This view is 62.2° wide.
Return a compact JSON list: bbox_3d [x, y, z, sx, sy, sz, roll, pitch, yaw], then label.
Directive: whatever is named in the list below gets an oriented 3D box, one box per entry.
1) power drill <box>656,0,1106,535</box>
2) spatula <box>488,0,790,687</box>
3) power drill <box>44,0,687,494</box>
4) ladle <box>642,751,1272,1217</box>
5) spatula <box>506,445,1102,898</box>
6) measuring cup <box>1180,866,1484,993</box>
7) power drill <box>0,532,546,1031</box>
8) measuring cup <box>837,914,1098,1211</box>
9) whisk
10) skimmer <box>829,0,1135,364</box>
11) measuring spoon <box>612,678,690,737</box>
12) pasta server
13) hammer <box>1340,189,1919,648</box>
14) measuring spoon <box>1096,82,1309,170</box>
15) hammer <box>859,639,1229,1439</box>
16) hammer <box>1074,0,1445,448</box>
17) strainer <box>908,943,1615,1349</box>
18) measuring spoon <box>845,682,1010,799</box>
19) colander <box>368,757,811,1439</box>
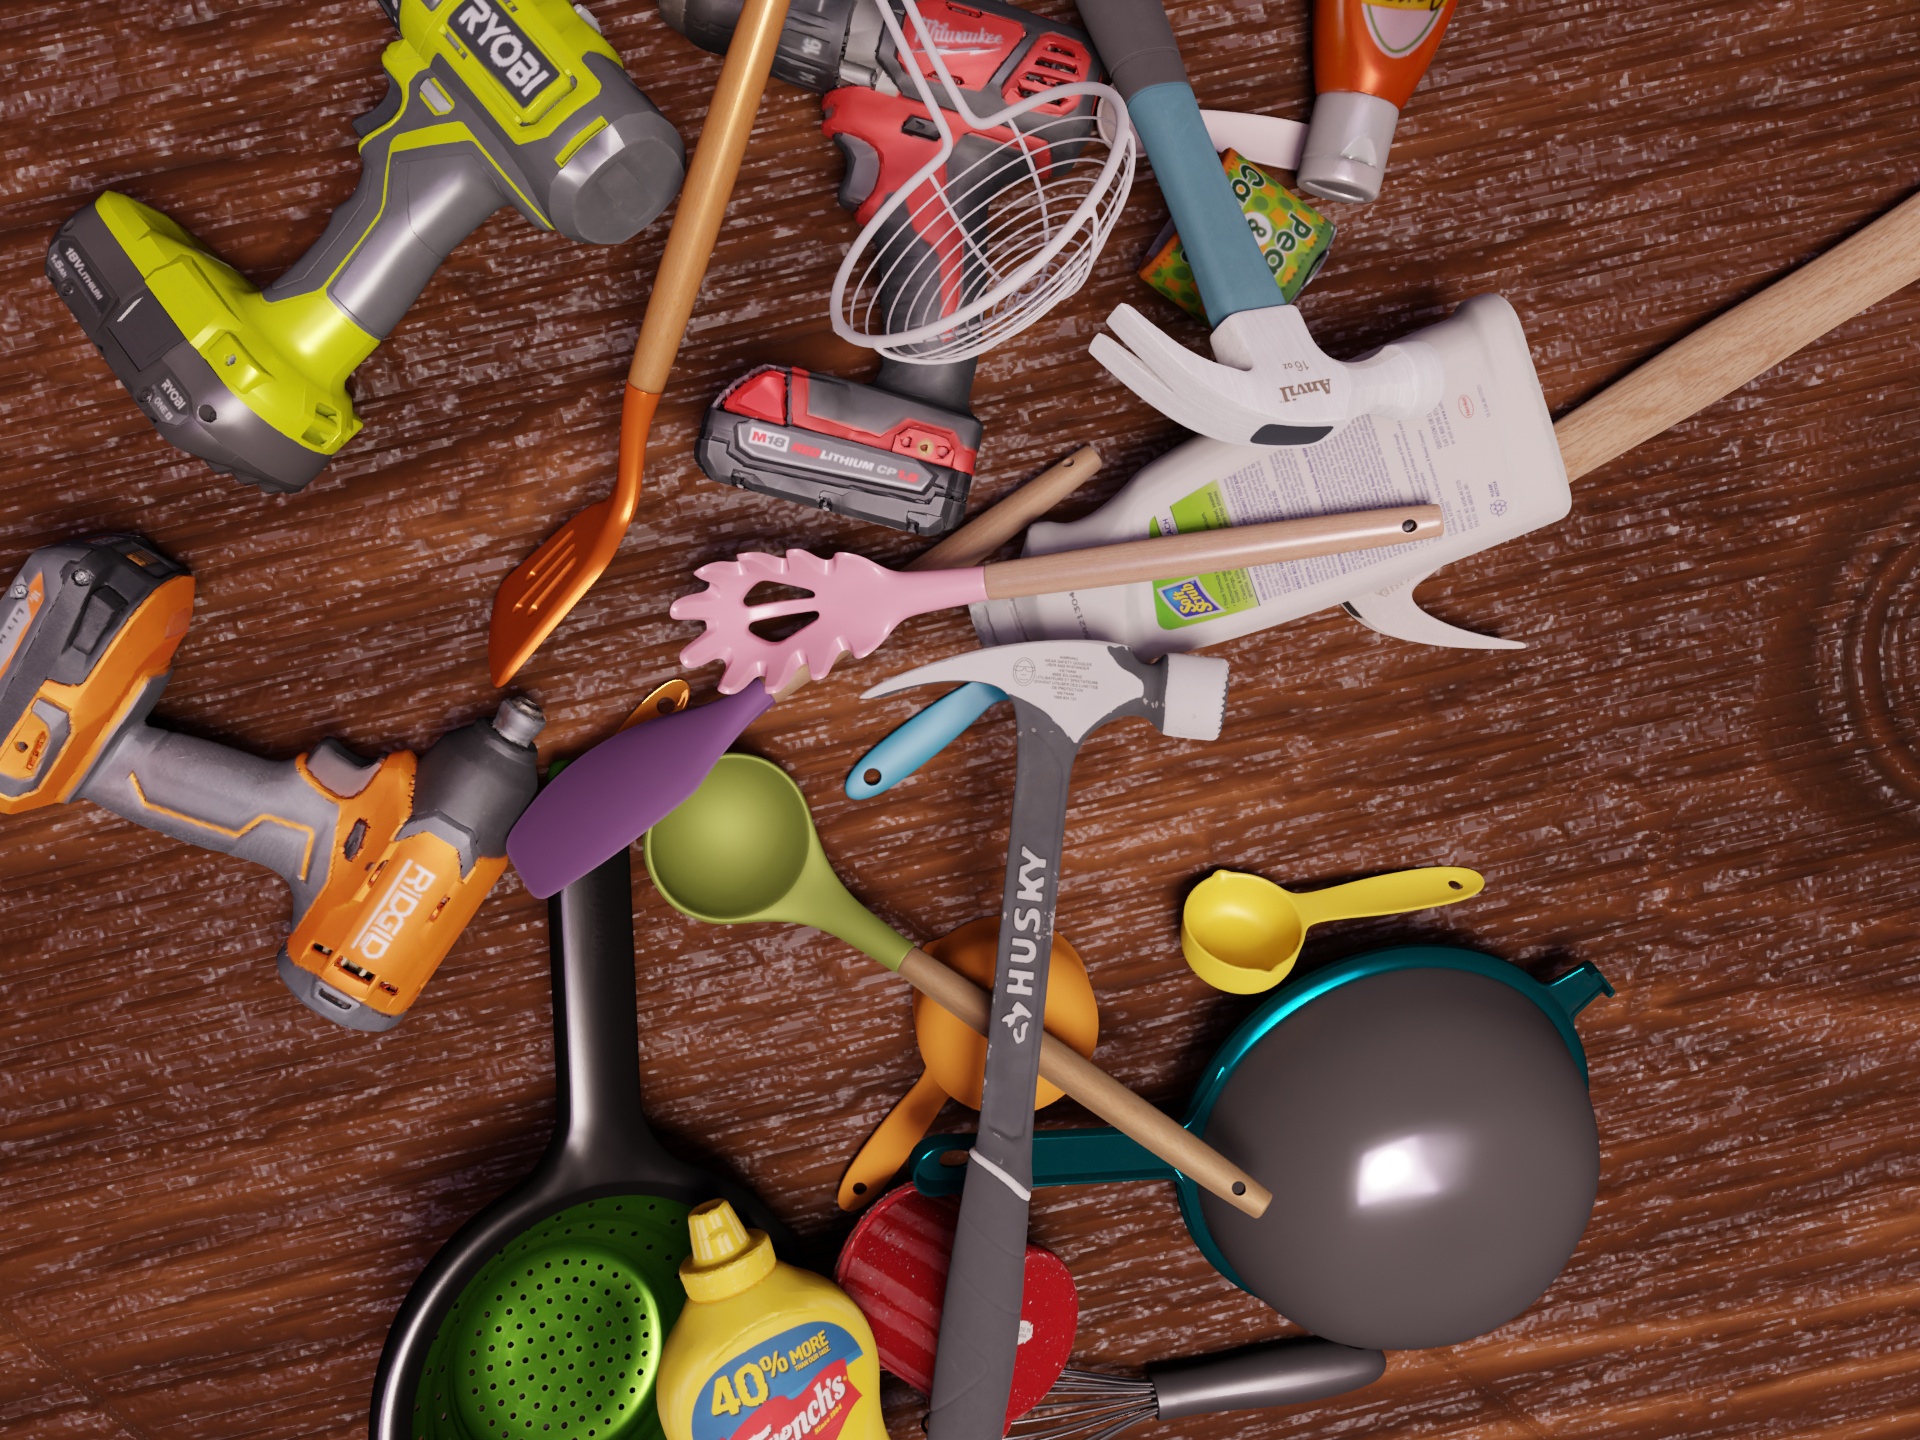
[{"bbox_3d":[-0.053,-0.205,0.673,0.188,0.080,0.226,14,96,-6],"label":"power drill"},{"bbox_3d":[-0.127,-0.157,0.630,0.041,0.081,0.322,12,120,-24],"label":"spatula"},{"bbox_3d":[-0.247,-0.223,0.642,0.228,0.080,0.191,-41,77,5],"label":"power drill"},{"bbox_3d":[-0.004,0.119,0.694,0.320,0.062,0.078,33,83,12],"label":"ladle"},{"bbox_3d":[-0.066,-0.030,0.705,0.316,0.060,0.018,-36,141,-7],"label":"spatula"},{"bbox_3d":[0.179,0.096,0.762,0.156,0.062,0.029,-8,137,-15],"label":"measuring cup"},{"bbox_3d":[-0.303,0.014,0.694,0.226,0.084,0.164,35,96,-13],"label":"power drill"},{"bbox_3d":[-0.004,0.175,0.754,0.095,0.052,0.173,37,94,-9],"label":"measuring cup"},{"bbox_3d":[0.099,0.338,0.794,0.239,0.055,0.055,-7,101,-7],"label":"whisk"},{"bbox_3d":[-0.045,-0.296,0.589,0.127,0.090,0.363,-28,79,22],"label":"skimmer"},{"bbox_3d":[-0.164,0.027,0.741,0.021,0.011,0.117,38,92,-16],"label":"measuring spoon"},{"bbox_3d":[0.037,-0.059,0.656,0.316,0.040,0.060,-7,104,11],"label":"pasta server"},{"bbox_3d":[0.315,-0.144,0.729,0.331,0.031,0.130,-31,100,2],"label":"hammer"},{"bbox_3d":[0.118,-0.258,0.707,0.124,0.018,0.034,6,95,-12],"label":"measuring spoon"},{"bbox_3d":[0.014,0.168,0.661,0.149,0.036,0.409,7,92,8],"label":"hammer"},{"bbox_3d":[0.075,-0.258,0.630,0.128,0.033,0.331,-15,77,-21],"label":"hammer"},{"bbox_3d":[0.150,0.215,0.720,0.340,0.095,0.211,1,111,-13],"label":"strainer"},{"bbox_3d":[-0.001,-0.002,0.737,0.128,0.021,0.042,-37,100,1],"label":"measuring spoon"},{"bbox_3d":[-0.175,0.218,0.734,0.204,0.094,0.397,-1,84,-30],"label":"colander"}]
